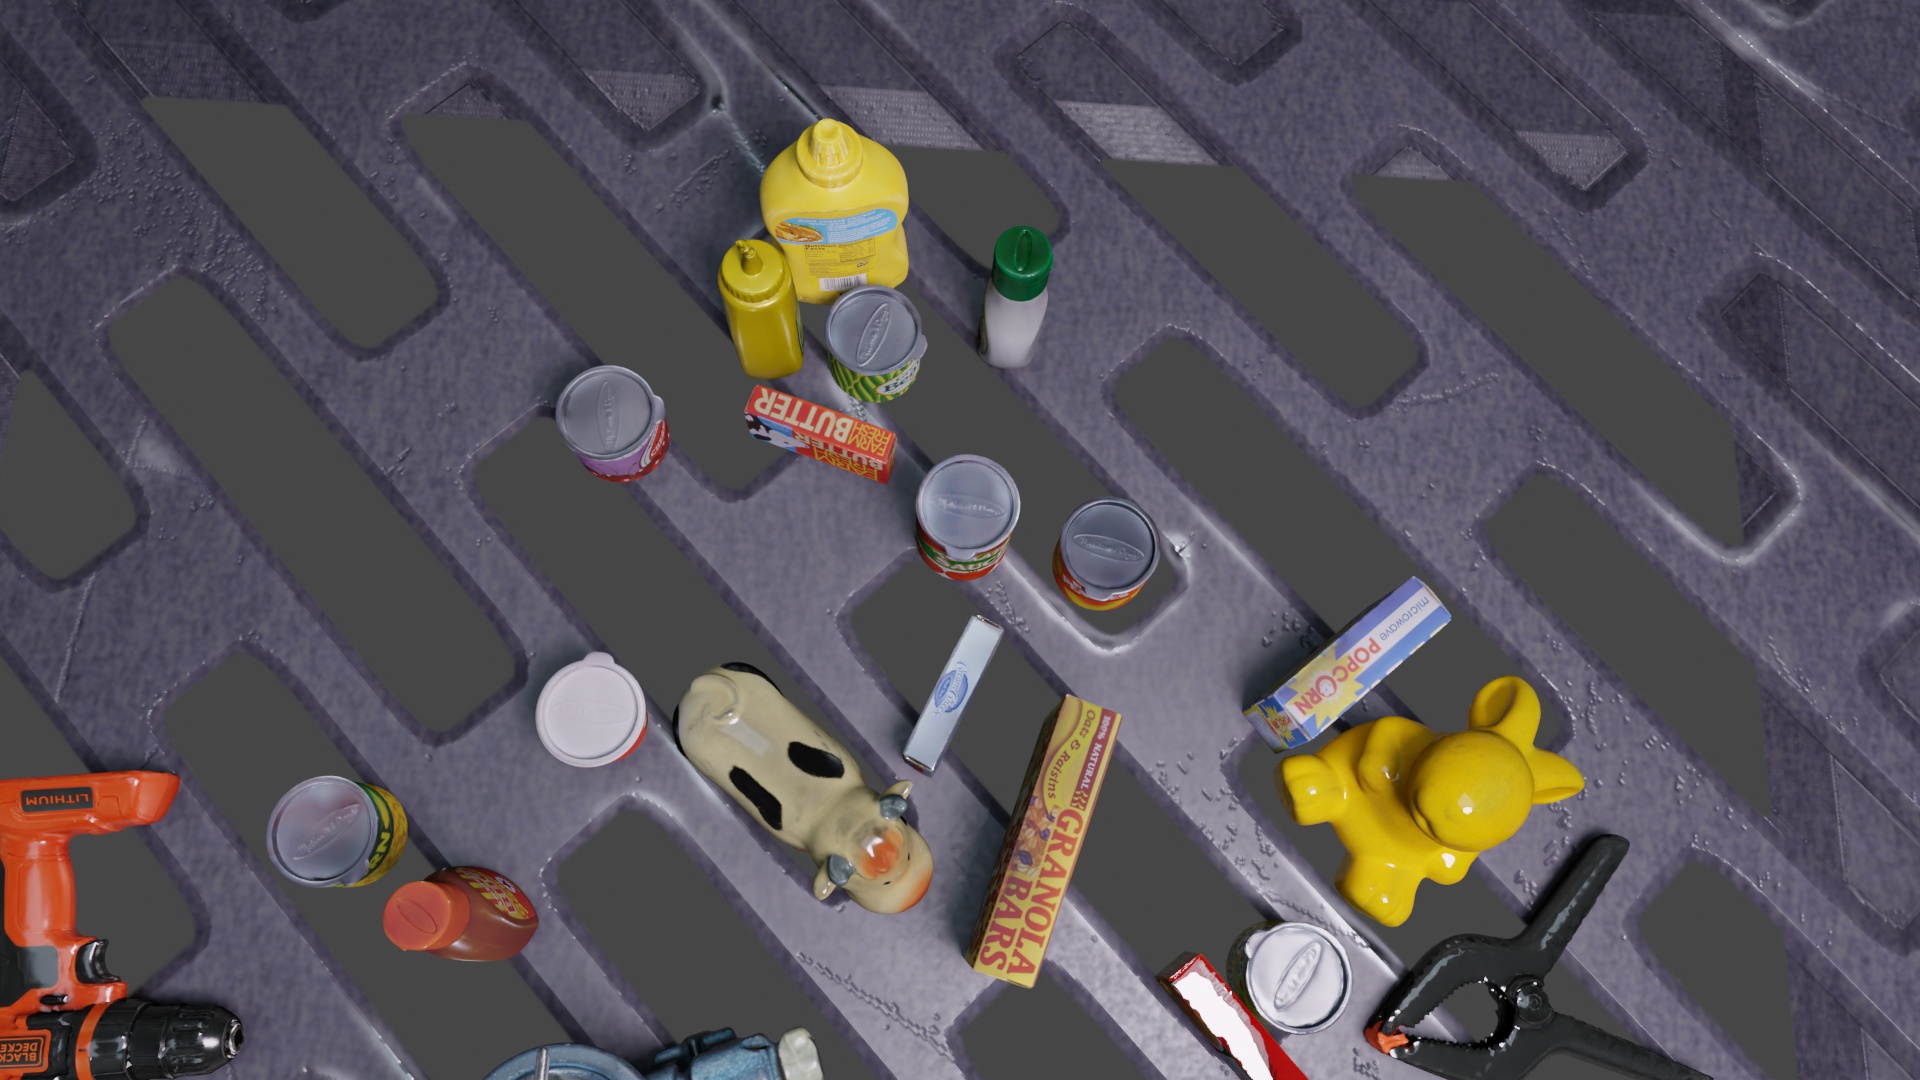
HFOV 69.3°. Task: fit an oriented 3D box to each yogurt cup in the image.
[{"bbox_3d":[-0.233,0.114,0.894,0.072,0.054,0.072,1,76,-2],"label":"yogurt cup"}]

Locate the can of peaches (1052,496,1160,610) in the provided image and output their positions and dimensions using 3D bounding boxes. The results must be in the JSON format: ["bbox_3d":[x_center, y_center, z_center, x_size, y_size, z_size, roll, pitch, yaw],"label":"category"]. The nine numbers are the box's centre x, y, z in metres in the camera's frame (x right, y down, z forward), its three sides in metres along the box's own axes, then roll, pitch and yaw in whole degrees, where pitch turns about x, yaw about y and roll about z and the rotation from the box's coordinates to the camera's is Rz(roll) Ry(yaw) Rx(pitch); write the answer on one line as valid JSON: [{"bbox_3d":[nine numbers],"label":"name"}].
[{"bbox_3d":[0.096,0.012,0.933,0.071,0.058,0.071,1,76,-2],"label":"can of peaches"}]

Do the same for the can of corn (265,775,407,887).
[{"bbox_3d":[-0.385,0.184,0.866,0.071,0.058,0.071,1,76,-2],"label":"can of corn"}]

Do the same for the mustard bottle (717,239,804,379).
[{"bbox_3d":[-0.132,-0.158,0.915,0.049,0.160,0.065,-10,76,-5],"label":"mustard bottle"}]

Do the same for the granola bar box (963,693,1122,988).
[{"bbox_3d":[0.049,0.185,0.852,0.039,0.124,0.166,20,76,3],"label":"granola bar box"}]

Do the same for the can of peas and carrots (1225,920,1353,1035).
[{"bbox_3d":[0.202,0.271,0.870,0.071,0.058,0.071,1,76,-2],"label":"can of peas and carrots"}]

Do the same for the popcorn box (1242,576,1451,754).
[{"bbox_3d":[0.251,0.083,0.908,0.127,0.085,0.038,-38,80,-11],"label":"popcorn box"}]

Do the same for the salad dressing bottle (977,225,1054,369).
[{"bbox_3d":[0.037,-0.162,0.930,0.044,0.147,0.064,9,76,0],"label":"salad dressing bottle"}]

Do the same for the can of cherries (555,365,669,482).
[{"bbox_3d":[-0.232,-0.077,0.942,0.071,0.058,0.071,1,76,-2],"label":"can of cherries"}]

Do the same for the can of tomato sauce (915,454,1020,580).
[{"bbox_3d":[0.003,-0.012,0.922,0.071,0.083,0.071,1,76,-2],"label":"can of tomato sauce"}]

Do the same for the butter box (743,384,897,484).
[{"bbox_3d":[-0.094,-0.072,0.949,0.103,0.053,0.024,20,76,3],"label":"butter box"}]

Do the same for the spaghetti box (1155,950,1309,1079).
[{"bbox_3d":[0.215,0.359,0.852,0.029,0.050,0.250,-39,80,-11],"label":"spaghetti box"}]

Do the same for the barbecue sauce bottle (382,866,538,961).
[{"bbox_3d":[-0.295,0.219,0.814,0.065,0.148,0.044,37,77,7],"label":"barbecue sauce bottle"}]

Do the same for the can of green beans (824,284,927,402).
[{"bbox_3d":[-0.060,-0.135,0.965,0.071,0.057,0.071,1,76,-2],"label":"can of green beans"}]

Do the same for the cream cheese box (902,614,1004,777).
[{"bbox_3d":[-0.006,0.102,0.907,0.024,0.053,0.104,26,76,4],"label":"cream cheese box"}]
